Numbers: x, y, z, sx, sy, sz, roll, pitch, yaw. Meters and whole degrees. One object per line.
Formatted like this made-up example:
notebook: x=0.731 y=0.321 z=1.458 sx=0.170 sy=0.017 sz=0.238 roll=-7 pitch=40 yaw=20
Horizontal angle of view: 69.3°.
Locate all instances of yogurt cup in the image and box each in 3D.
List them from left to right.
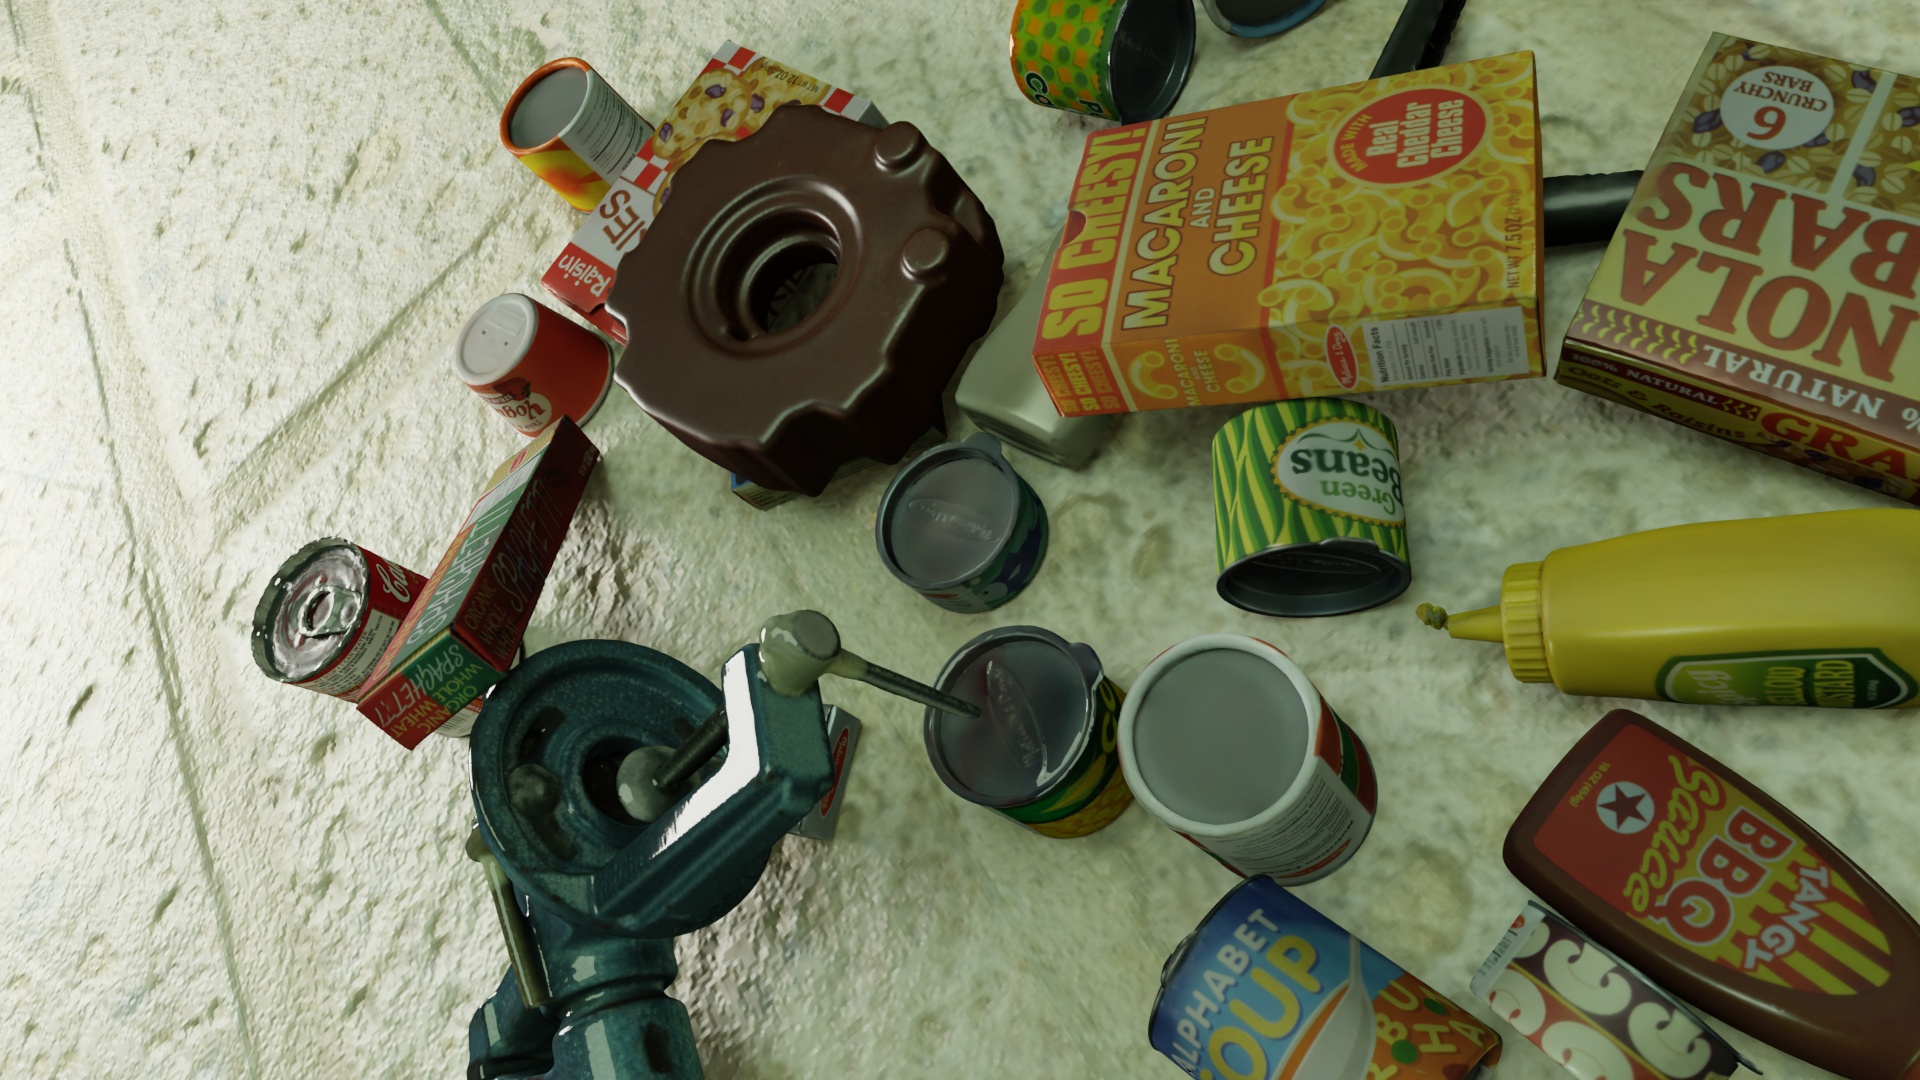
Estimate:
yogurt cup: x=-0.225 y=-0.093 z=0.725 sx=0.072 sy=0.054 sz=0.072 roll=-11 pitch=62 yaw=23

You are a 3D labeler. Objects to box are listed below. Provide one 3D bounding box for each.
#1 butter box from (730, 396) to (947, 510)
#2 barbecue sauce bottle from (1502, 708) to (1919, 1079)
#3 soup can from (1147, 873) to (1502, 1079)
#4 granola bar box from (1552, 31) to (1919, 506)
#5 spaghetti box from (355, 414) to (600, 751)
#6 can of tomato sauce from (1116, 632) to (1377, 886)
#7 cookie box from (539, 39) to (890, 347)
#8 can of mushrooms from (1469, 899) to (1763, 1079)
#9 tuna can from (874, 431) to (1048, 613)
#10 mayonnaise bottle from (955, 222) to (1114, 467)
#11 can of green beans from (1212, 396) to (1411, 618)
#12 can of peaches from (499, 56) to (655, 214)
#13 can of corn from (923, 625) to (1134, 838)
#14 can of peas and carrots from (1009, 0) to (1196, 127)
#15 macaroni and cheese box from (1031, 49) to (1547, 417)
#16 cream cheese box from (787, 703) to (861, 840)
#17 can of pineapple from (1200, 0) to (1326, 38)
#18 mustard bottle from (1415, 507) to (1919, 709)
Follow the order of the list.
butter box: x=-0.057 y=-0.056 z=0.636 sx=0.103 sy=0.024 sz=0.053 roll=-20 pitch=60 yaw=19
barbecue sauce bottle: x=0.233 y=0.113 z=0.390 sx=0.065 sy=0.043 sz=0.149 roll=-46 pitch=55 yaw=-8
soup can: x=0.109 y=0.152 z=0.421 sx=0.084 sy=0.071 sz=0.071 roll=31 pitch=84 yaw=35
granola bar box: x=0.294 y=-0.081 z=0.435 sx=0.166 sy=0.039 sz=0.124 roll=25 pitch=80 yaw=24
spaghetti box: x=-0.199 y=0.006 z=0.599 sx=0.050 sy=0.028 sz=0.251 roll=-37 pitch=22 yaw=9
can of tomato sauce: x=0.095 y=0.072 z=0.459 sx=0.071 sy=0.083 sz=0.071 roll=-11 pitch=63 yaw=23
cookie box: x=-0.125 y=-0.167 z=0.715 sx=0.123 sy=0.040 sz=0.167 roll=34 pitch=85 yaw=35
can of mushrooms: x=0.182 y=0.137 z=0.392 sx=0.071 sy=0.071 sz=0.033 roll=37 pitch=88 yaw=35
tuna can: x=0.002 y=-0.007 z=0.576 sx=0.071 sy=0.032 sz=0.071 roll=-11 pitch=63 yaw=23
mayonnaise bottle: x=0.060 y=-0.105 z=0.588 sx=0.065 sy=0.041 sz=0.148 roll=26 pitch=80 yaw=33
can of green beans: x=0.123 y=-0.011 z=0.493 sx=0.071 sy=0.071 sz=0.058 roll=-9 pitch=63 yaw=25
can of peaches: x=-0.216 y=-0.227 z=0.781 sx=0.071 sy=0.058 sz=0.071 roll=-11 pitch=63 yaw=23
can of corn: x=0.031 y=0.070 z=0.509 sx=0.071 sy=0.058 sz=0.071 roll=-12 pitch=62 yaw=23
can of peas and carrots: x=0.063 y=-0.222 z=0.627 sx=0.059 sy=0.071 sz=0.071 roll=25 pitch=81 yaw=35
macaroni and cheese box: x=0.117 y=-0.108 z=0.496 sx=0.166 sy=0.040 sz=0.124 roll=-3 pitch=52 yaw=25
cream cheese box: x=-0.096 y=0.092 z=0.587 sx=0.104 sy=0.024 sz=0.053 roll=3 pitch=69 yaw=29
can of pineapple: x=0.131 y=-0.266 z=0.610 sx=0.071 sy=0.071 sz=0.058 roll=-26 pitch=58 yaw=15
mustard bottle: x=0.223 y=0.024 z=0.429 sx=0.160 sy=0.065 sz=0.049 roll=-5 pitch=60 yaw=32
